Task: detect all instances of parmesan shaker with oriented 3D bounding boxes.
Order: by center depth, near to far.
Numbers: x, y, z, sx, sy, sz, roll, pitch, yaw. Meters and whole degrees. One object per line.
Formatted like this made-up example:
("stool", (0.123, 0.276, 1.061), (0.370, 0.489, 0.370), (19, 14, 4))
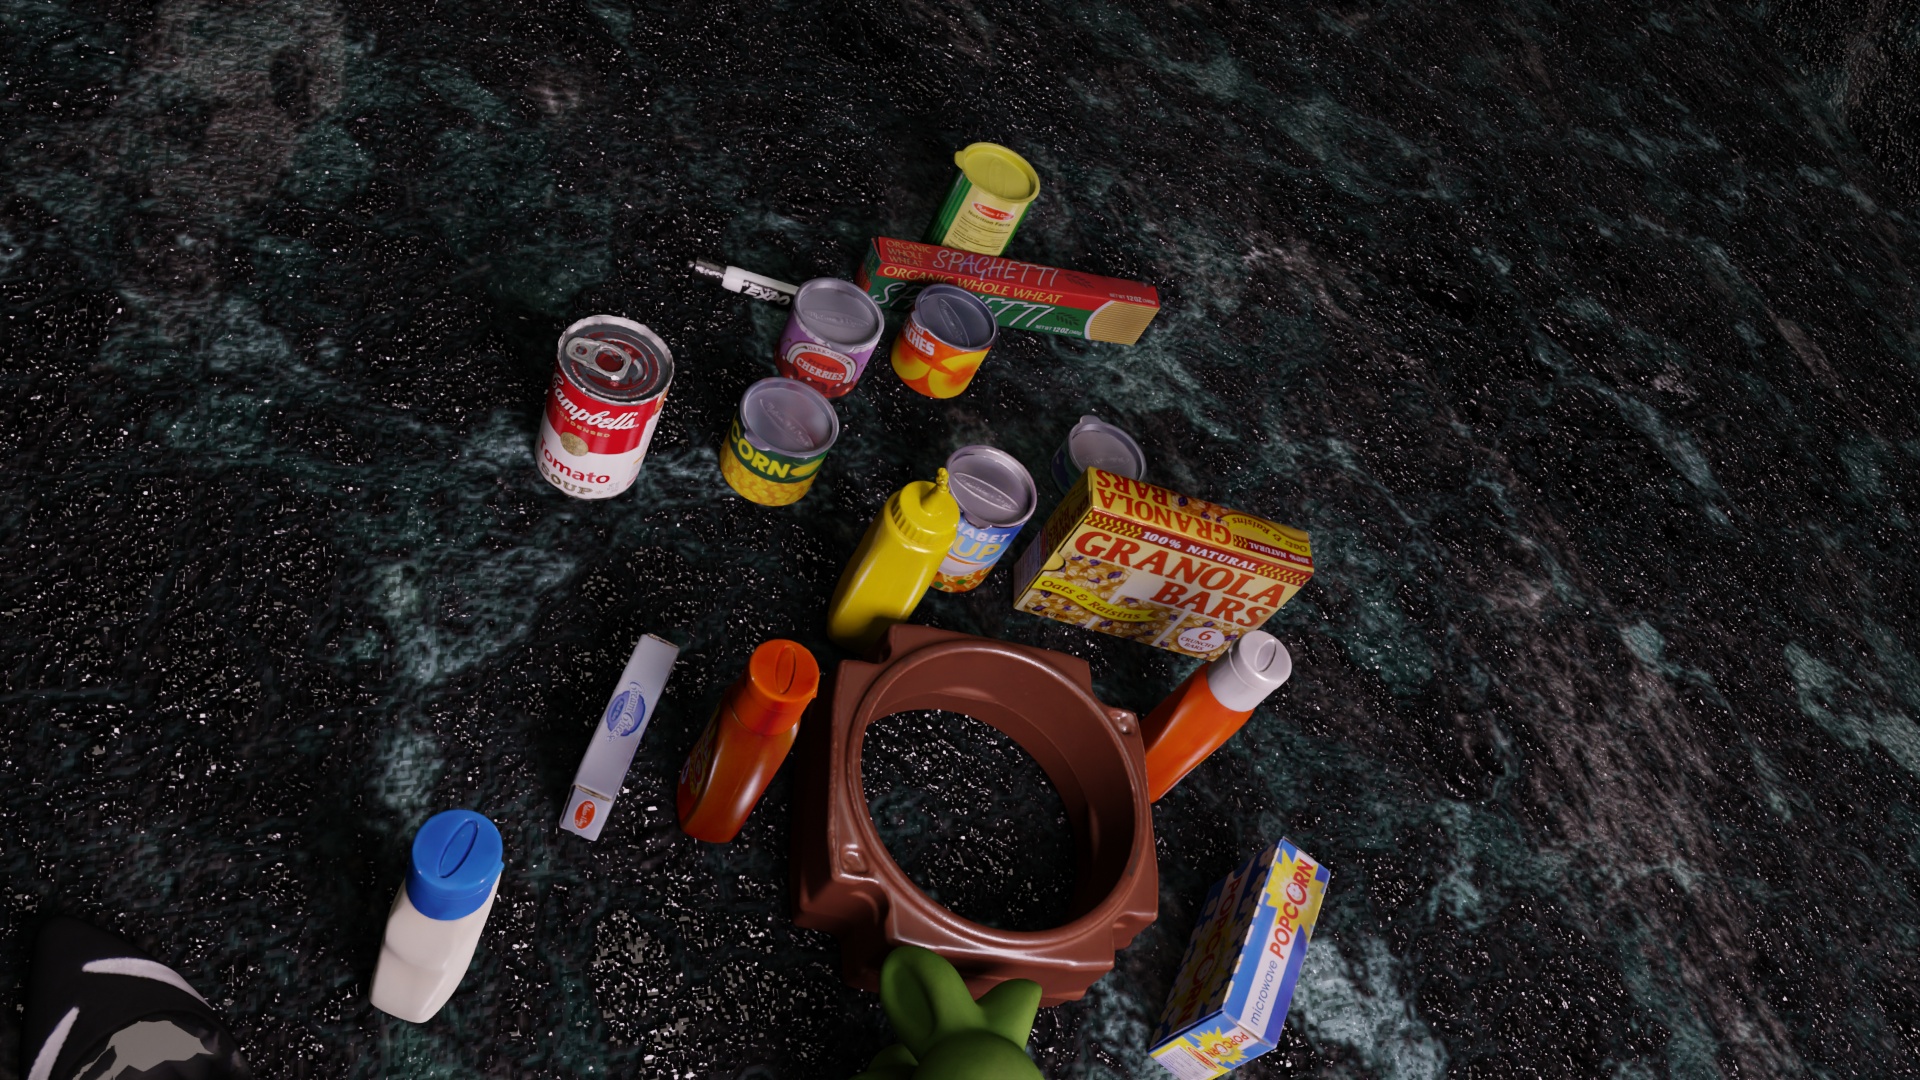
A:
("parmesan shaker", (0.009, -0.255, 1.102), (0.071, 0.102, 0.071), (14, 51, -18))

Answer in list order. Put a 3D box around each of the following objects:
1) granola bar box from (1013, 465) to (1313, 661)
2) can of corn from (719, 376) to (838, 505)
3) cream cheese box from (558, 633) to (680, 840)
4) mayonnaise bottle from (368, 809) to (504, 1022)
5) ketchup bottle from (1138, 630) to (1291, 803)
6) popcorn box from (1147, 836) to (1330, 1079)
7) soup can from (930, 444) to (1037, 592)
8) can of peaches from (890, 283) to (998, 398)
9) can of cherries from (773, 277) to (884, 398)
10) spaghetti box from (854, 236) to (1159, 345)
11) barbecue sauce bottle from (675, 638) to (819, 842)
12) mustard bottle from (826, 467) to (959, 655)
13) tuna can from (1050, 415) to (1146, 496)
("granola bar box", (0.135, 0.021, 0.943), (0.166, 0.123, 0.039), (16, 50, -16))
("can of corn", (-0.123, -0.064, 0.920), (0.071, 0.058, 0.071), (14, 51, -17))
("cream cheese box", (-0.187, 0.107, 0.763), (0.024, 0.053, 0.104), (24, 49, -9))
("mayonnaise bottle", (-0.236, 0.167, 0.629), (0.041, 0.147, 0.065), (26, 48, -8))
("ketchup bottle", (0.151, 0.108, 0.869), (0.043, 0.148, 0.065), (36, 48, 2))
("popcorn box", (0.164, 0.247, 0.814), (0.038, 0.084, 0.127), (34, 48, 0))
("soup can", (0.003, -0.012, 0.928), (0.071, 0.083, 0.072), (14, 51, -18))
("can of peaches", (-0.015, -0.149, 1.040), (0.071, 0.057, 0.071), (14, 51, -17))
("can of cherries", (-0.096, -0.143, 0.994), (0.071, 0.058, 0.072), (14, 51, -17))
("spaghetti box", (0.040, -0.197, 1.109), (0.250, 0.050, 0.029), (5, 54, -24))
("barbecue sauce bottle", (-0.113, 0.104, 0.738), (0.044, 0.147, 0.065), (17, 50, -15))
("mustard bottle", (-0.036, 0.009, 0.841), (0.049, 0.159, 0.066), (23, 49, -10))
("tuna can", (0.103, -0.057, 1.047), (0.071, 0.032, 0.071), (14, 51, -17))
